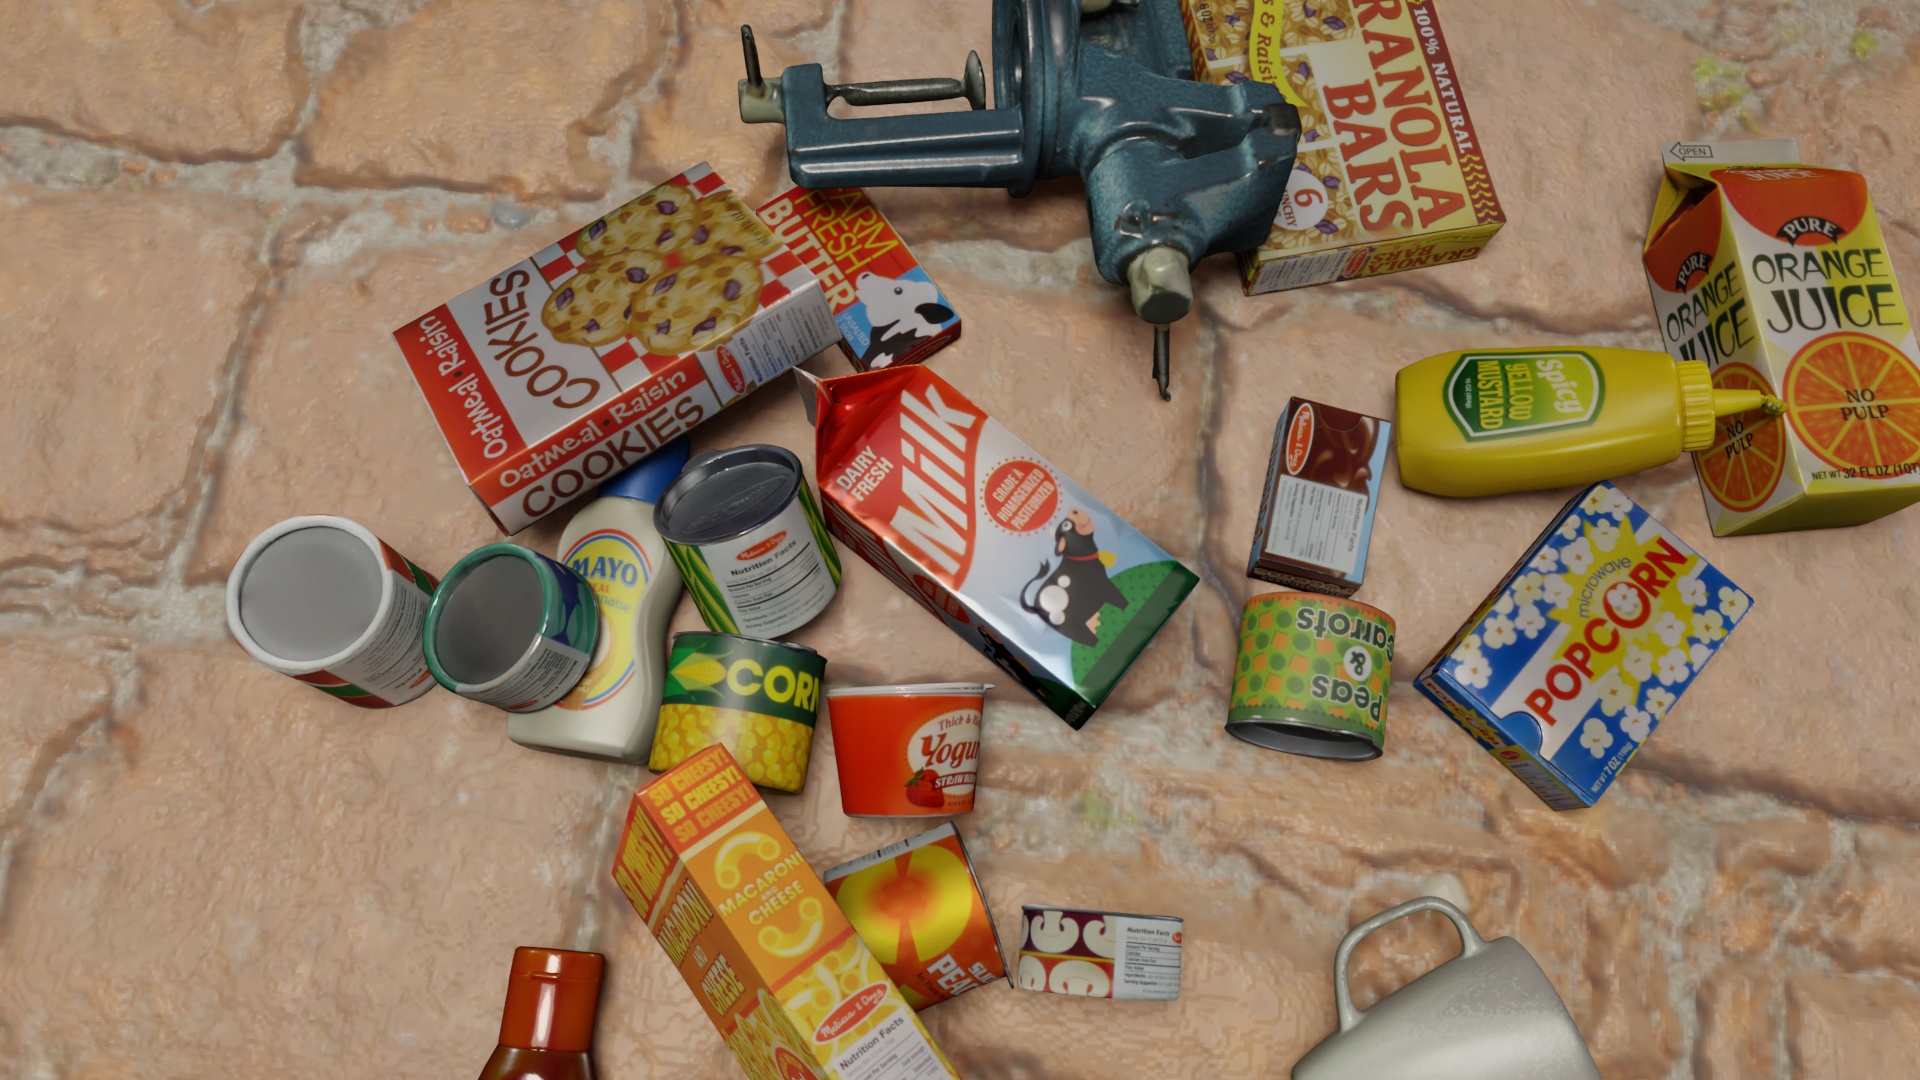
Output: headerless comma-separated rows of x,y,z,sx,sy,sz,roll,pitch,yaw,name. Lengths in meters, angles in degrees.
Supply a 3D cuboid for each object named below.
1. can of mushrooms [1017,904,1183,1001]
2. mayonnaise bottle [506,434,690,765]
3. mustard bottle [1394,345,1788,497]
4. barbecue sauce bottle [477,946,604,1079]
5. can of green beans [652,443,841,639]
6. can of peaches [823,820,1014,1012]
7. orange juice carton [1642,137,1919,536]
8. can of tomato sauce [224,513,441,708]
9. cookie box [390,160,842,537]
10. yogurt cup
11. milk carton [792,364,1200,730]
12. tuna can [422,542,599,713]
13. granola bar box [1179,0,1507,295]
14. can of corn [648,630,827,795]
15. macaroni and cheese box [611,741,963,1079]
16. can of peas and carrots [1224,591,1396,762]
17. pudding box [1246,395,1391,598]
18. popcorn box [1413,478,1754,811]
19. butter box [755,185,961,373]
0.055,0.167,0.564,0.071,0.071,0.033,4,75,-1,can of mushrooms
-0.152,0.021,0.610,0.065,0.041,0.148,7,74,8,mayonnaise bottle
0.278,-0.057,0.619,0.160,0.048,0.065,-4,61,20,mustard bottle
-0.170,0.238,0.545,0.065,0.043,0.149,6,73,0,barbecue sauce bottle
-0.090,0.001,0.597,0.071,0.057,0.071,-11,38,9,can of green beans
-0.018,0.157,0.562,0.058,0.071,0.071,-19,75,-7,can of peaches
0.383,-0.104,0.650,0.072,0.073,0.193,-4,73,-3,orange juice carton
-0.258,0.030,0.582,0.071,0.083,0.071,1,74,-2,can of tomato sauce
-0.155,-0.090,0.620,0.168,0.040,0.123,-33,50,-10,cookie box
-0.022,0.088,0.585,0.072,0.072,0.054,-1,82,-2,yogurt cup
0.002,-0.008,0.609,0.191,0.072,0.073,38,77,9,milk carton
-0.187,0.034,0.576,0.071,0.032,0.071,-8,68,21,tuna can
0.184,-0.213,0.693,0.124,0.039,0.166,-10,74,-5,granola bar box
-0.092,0.073,0.583,0.071,0.071,0.058,8,75,0,can of corn
-0.067,0.169,0.527,0.040,0.123,0.166,-31,76,-29,macaroni and cheese box
0.152,0.058,0.595,0.071,0.070,0.059,11,73,1,can of peas and carrots
0.165,-0.019,0.640,0.050,0.030,0.084,14,74,3,pudding box
0.277,0.046,0.620,0.085,0.038,0.127,43,76,9,popcorn box
-0.049,-0.128,0.667,0.053,0.024,0.103,-34,78,-11,butter box
